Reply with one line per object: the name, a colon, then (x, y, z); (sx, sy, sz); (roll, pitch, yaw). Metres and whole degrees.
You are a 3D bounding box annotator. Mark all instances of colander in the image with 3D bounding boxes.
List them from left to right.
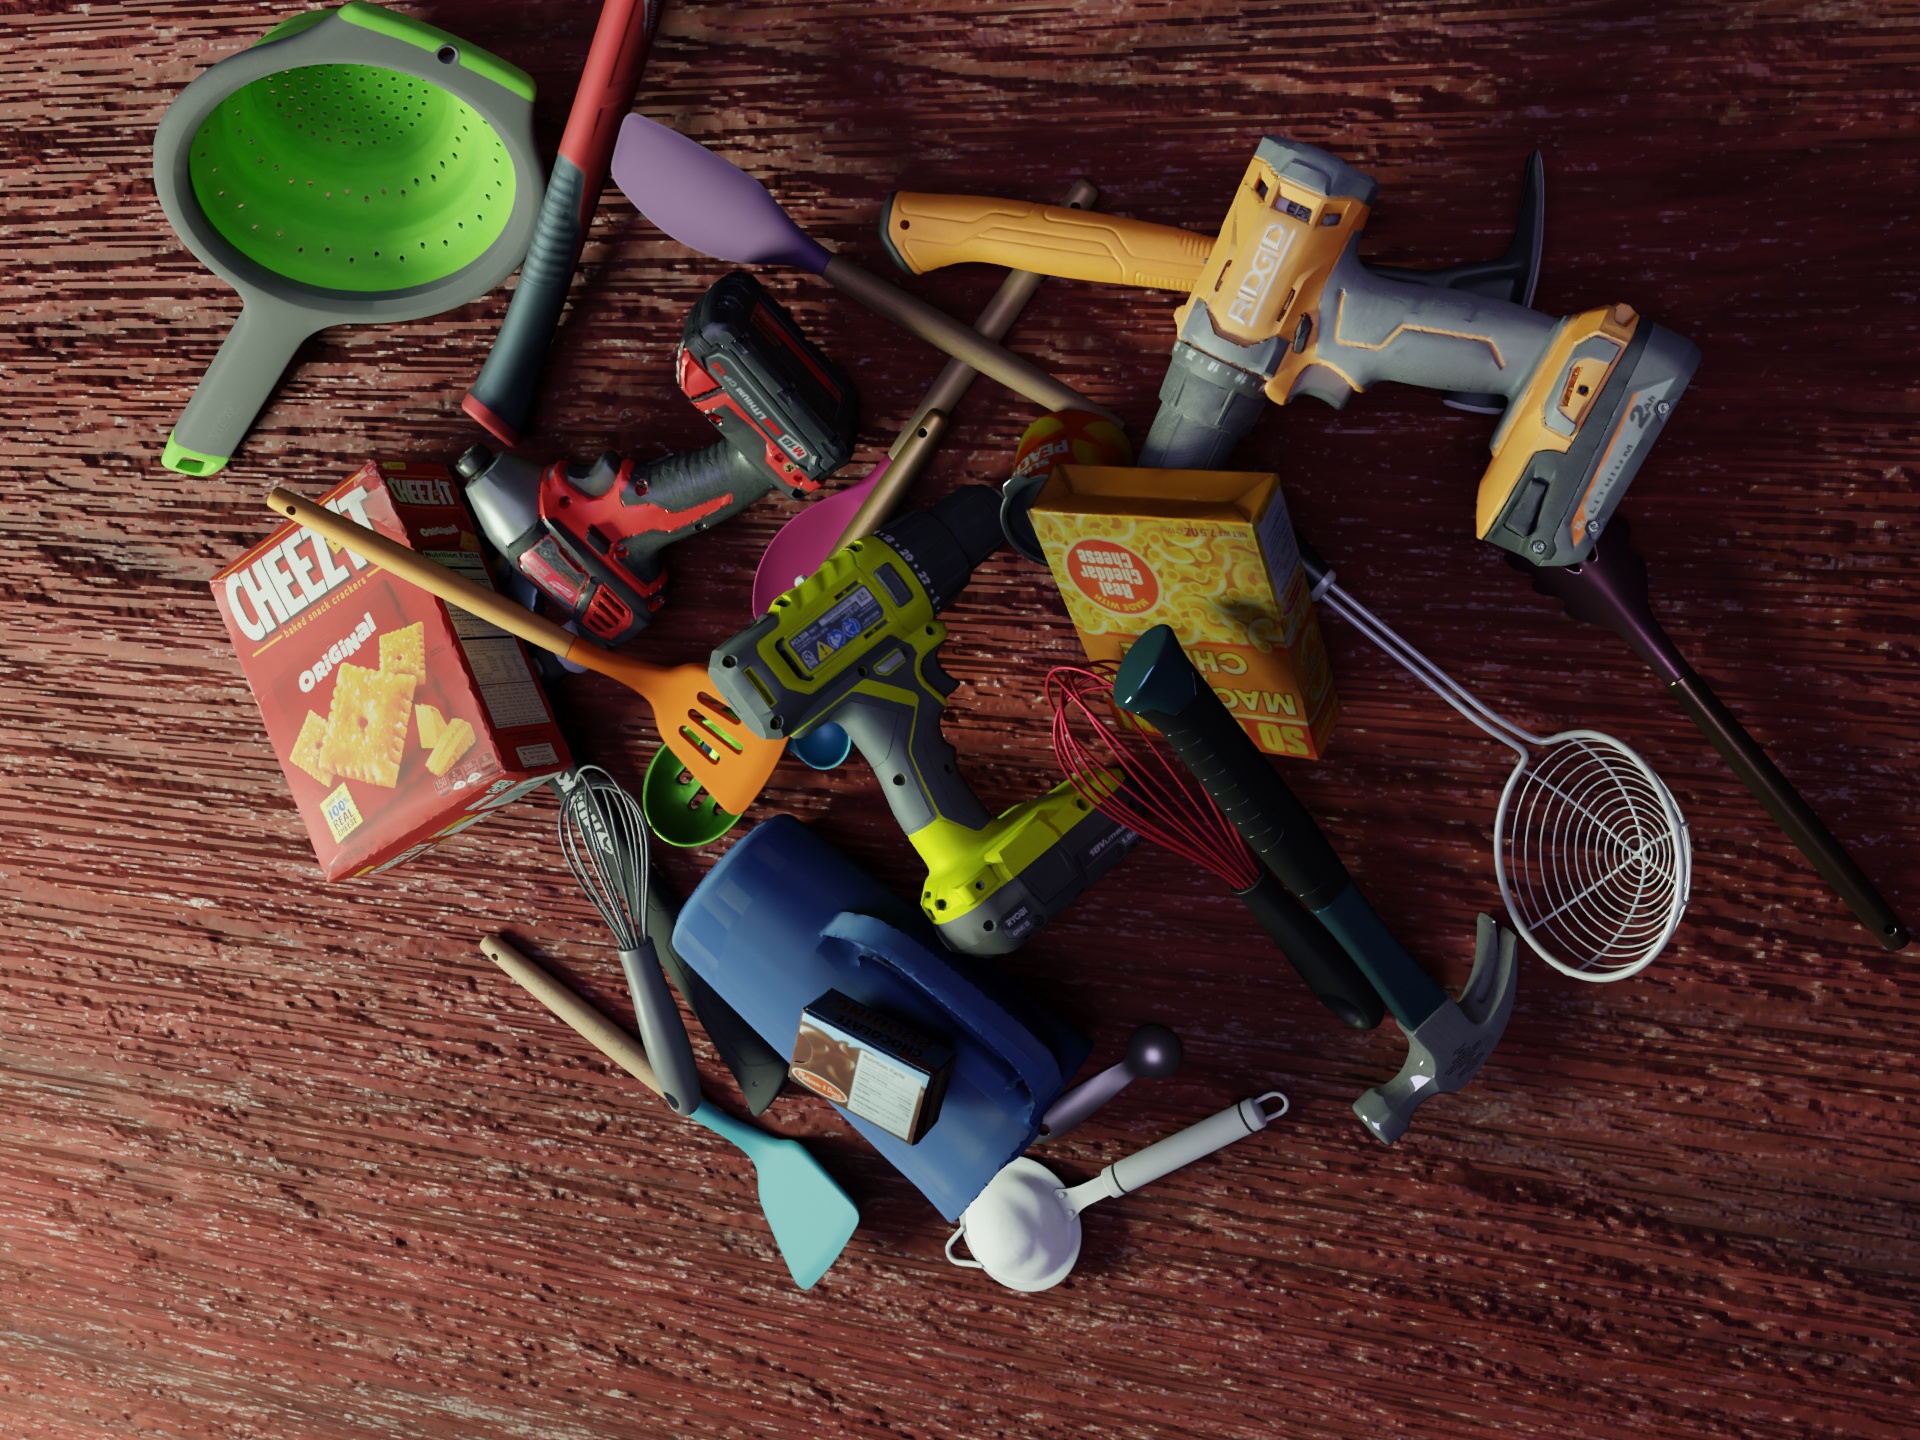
colander: (-0.395, -0.290, 0.949); (0.397, 0.204, 0.095); (-37, 57, 37)

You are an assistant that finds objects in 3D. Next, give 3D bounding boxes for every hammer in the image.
hammer: (-0.196, -0.325, 0.891); (0.038, 0.143, 0.386); (38, 123, 13)
hammer: (-0.210, 0.109, 1.027); (0.146, 0.035, 0.335); (-30, 94, 21)
hammer: (0.123, -0.245, 0.821); (0.337, 0.034, 0.127); (10, 107, 10)
hammer: (0.184, 0.081, 0.828); (0.128, 0.033, 0.330); (-42, 114, -2)

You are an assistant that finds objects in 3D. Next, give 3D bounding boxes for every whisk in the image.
whisk: (-0.199, 0.140, 0.990); (0.055, 0.055, 0.239); (-8, 106, 19)
whisk: (0.145, 0.072, 0.864); (0.073, 0.073, 0.295); (-34, 112, 22)

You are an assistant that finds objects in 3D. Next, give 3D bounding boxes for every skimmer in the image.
skimmer: (0.224, -0.017, 0.832); (0.363, 0.090, 0.127); (41, 143, 6)

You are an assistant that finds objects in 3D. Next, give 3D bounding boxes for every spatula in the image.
spatula: (-0.250, -0.051, 0.925); (0.322, 0.041, 0.081); (27, 112, -11)
spatula: (-0.199, 0.245, 1.053); (0.317, 0.044, 0.082); (36, 117, 7)
spatula: (-0.050, -0.233, 0.869); (0.316, 0.018, 0.059); (29, 133, -1)

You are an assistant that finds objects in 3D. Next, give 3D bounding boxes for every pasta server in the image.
pasta server: (0.386, -0.005, 0.822); (0.060, 0.040, 0.316); (-40, 94, 22)

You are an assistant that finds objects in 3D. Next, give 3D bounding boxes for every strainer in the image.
strainer: (0.087, 0.286, 0.980); (0.258, 0.050, 0.087); (-32, 79, 18)

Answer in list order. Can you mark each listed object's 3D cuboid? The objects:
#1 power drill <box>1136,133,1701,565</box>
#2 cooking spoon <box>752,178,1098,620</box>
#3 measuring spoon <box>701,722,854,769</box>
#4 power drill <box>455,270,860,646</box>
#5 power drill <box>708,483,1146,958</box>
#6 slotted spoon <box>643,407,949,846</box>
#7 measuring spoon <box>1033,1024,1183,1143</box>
power drill: (0.207, -0.153, 0.769); (0.226, 0.084, 0.185); (28, 110, 10)
cooking spoon: (-0.021, -0.168, 0.906); (0.068, 0.017, 0.319); (35, 112, -7)
measuring spoon: (-0.118, 0.010, 0.987); (0.128, 0.021, 0.042); (-3, 96, 27)
power drill: (-0.177, -0.147, 0.910); (0.219, 0.079, 0.143); (-33, 118, 23)
power drill: (-0.001, -0.003, 0.886); (0.190, 0.080, 0.228); (-38, 96, -16)
slotted spoon: (-0.095, -0.051, 0.939); (0.070, 0.031, 0.313); (41, 111, 14)
measuring spoon: (0.084, 0.229, 0.976); (0.124, 0.018, 0.034); (-41, 90, 22)
